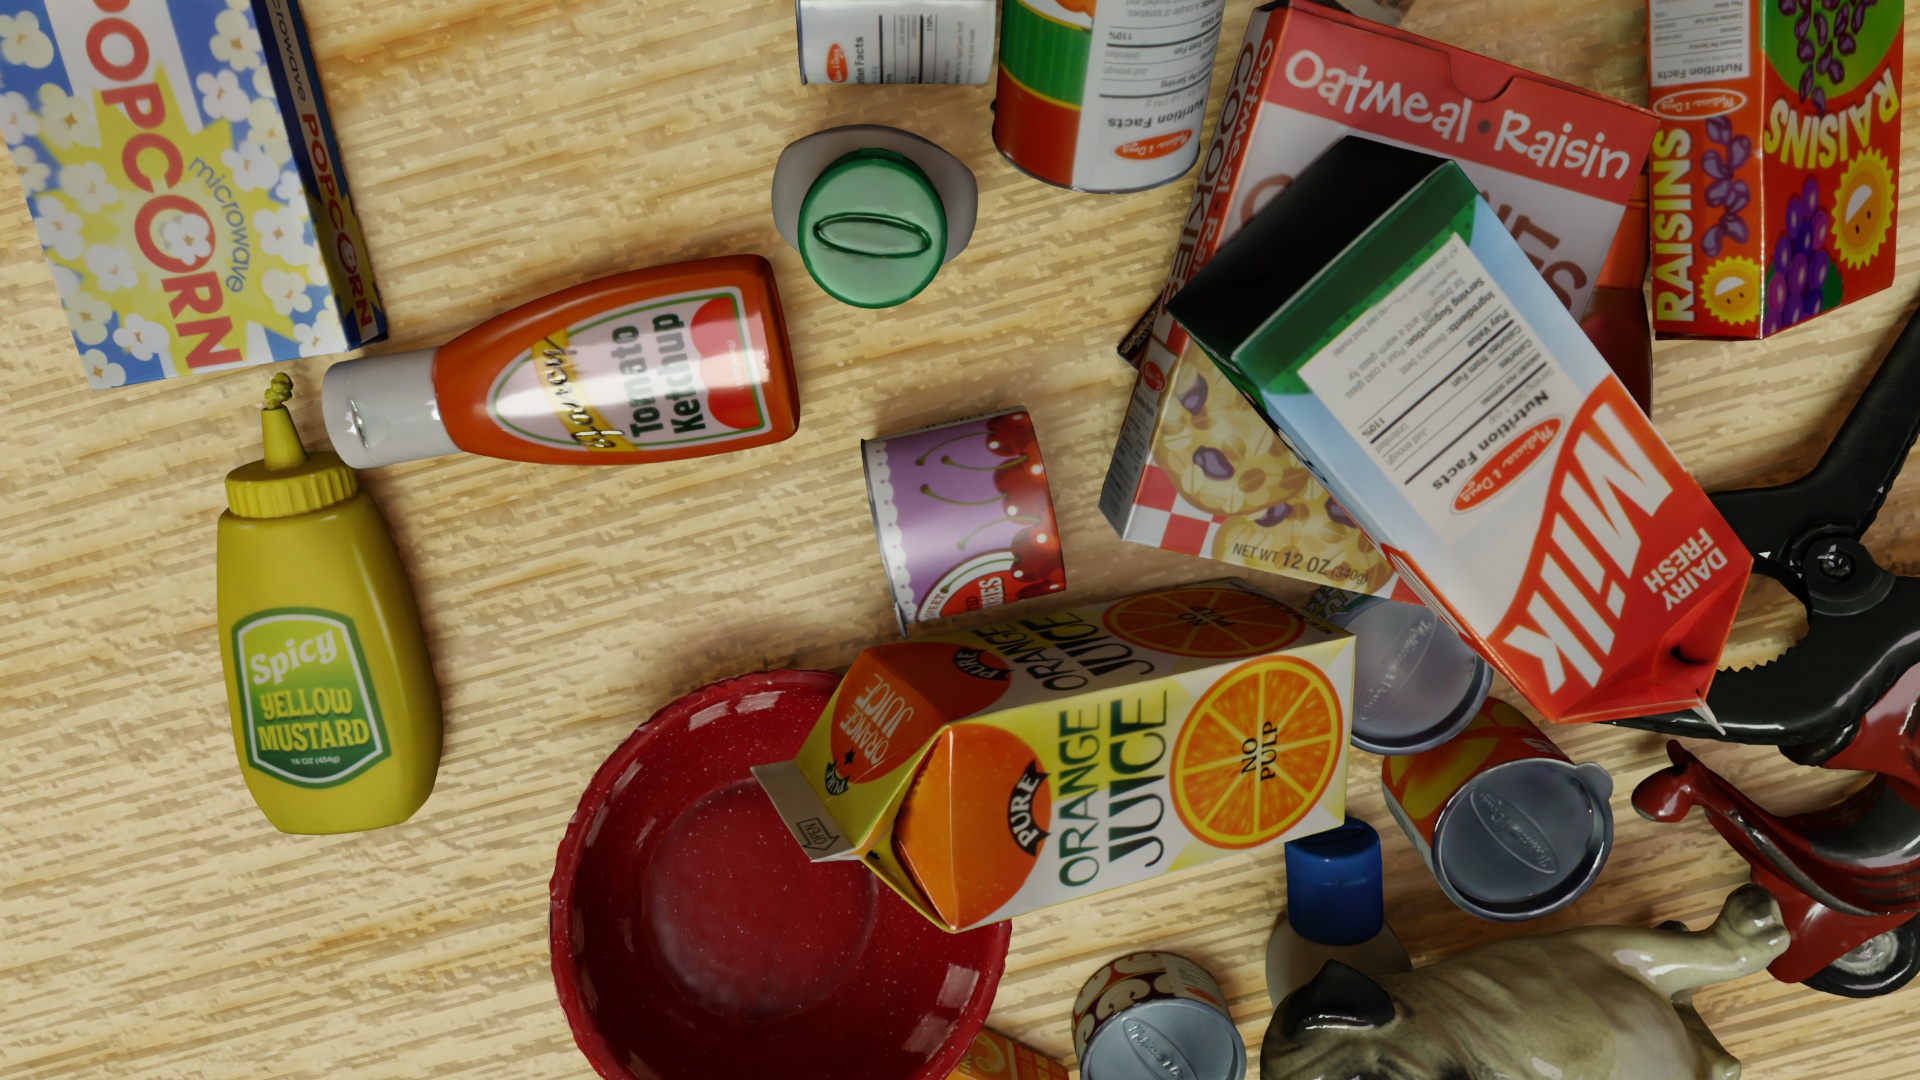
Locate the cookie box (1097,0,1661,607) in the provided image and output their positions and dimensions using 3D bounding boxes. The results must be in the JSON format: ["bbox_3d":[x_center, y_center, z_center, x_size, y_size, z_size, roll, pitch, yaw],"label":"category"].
[{"bbox_3d":[0.128,-0.069,0.439,0.123,0.040,0.166,12,107,-11],"label":"cookie box"}]

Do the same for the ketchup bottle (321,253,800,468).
[{"bbox_3d":[-0.131,-0.053,0.463,0.149,0.044,0.064,-9,111,0],"label":"ketchup bottle"}]

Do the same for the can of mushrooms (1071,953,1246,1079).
[{"bbox_3d":[0.077,0.204,0.560,0.071,0.033,0.070,-1,108,-4],"label":"can of mushrooms"}]

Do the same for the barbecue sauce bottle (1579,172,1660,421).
[{"bbox_3d":[0.210,-0.053,0.483,0.065,0.044,0.148,3,106,-5],"label":"barbecue sauce bottle"}]

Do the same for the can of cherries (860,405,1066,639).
[{"bbox_3d":[0.002,-0.006,0.471,0.058,0.072,0.071,-12,108,0],"label":"can of cherries"}]

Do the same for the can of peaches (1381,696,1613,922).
[{"bbox_3d":[0.201,0.097,0.521,0.071,0.058,0.071,-1,107,-3],"label":"can of peaches"}]

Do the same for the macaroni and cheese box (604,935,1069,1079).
[{"bbox_3d":[-0.056,0.235,0.558,0.166,0.040,0.123,28,103,-11],"label":"macaroni and cheese box"}]

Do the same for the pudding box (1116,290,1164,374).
[{"bbox_3d":[0.102,-0.057,0.482,0.083,0.030,0.049,37,101,-13],"label":"pudding box"}]

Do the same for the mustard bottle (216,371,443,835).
[{"bbox_3d":[-0.222,0.022,0.477,0.065,0.049,0.159,-6,108,-3],"label":"mustard bottle"}]

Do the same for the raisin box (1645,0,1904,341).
[{"bbox_3d":[0.261,-0.133,0.445,0.086,0.040,0.123,-20,110,-30],"label":"raisin box"}]

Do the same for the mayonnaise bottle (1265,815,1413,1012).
[{"bbox_3d":[0.151,0.183,0.554,0.065,0.041,0.147,-9,106,-8],"label":"mayonnaise bottle"}]

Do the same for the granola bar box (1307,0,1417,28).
[{"bbox_3d":[0.129,-0.257,0.417,0.124,0.039,0.165,33,103,-13],"label":"granola bar box"}]

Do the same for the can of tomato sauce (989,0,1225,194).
[{"bbox_3d":[0.044,-0.157,0.414,0.071,0.071,0.082,0,136,-3],"label":"can of tomato sauce"}]

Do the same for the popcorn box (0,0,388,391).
[{"bbox_3d":[-0.244,-0.117,0.439,0.085,0.038,0.126,-9,108,-1],"label":"popcorn box"}]

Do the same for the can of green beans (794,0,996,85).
[{"bbox_3d":[-0.020,-0.172,0.420,0.058,0.071,0.071,-2,108,-4],"label":"can of green beans"}]

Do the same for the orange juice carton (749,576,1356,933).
[{"bbox_3d":[0.032,0.070,0.463,0.193,0.072,0.072,-9,108,-23],"label":"orange juice carton"}]

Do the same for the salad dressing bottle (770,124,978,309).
[{"bbox_3d":[-0.025,-0.096,0.400,0.064,0.148,0.043,6,107,-5],"label":"salad dressing bottle"}]

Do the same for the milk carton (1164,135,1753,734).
[{"bbox_3d":[0.152,-0.018,0.400,0.073,0.072,0.190,-43,109,9],"label":"milk carton"}]

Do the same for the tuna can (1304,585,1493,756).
[{"bbox_3d":[0.157,0.042,0.514,0.071,0.033,0.070,-1,107,-3],"label":"tuna can"}]
